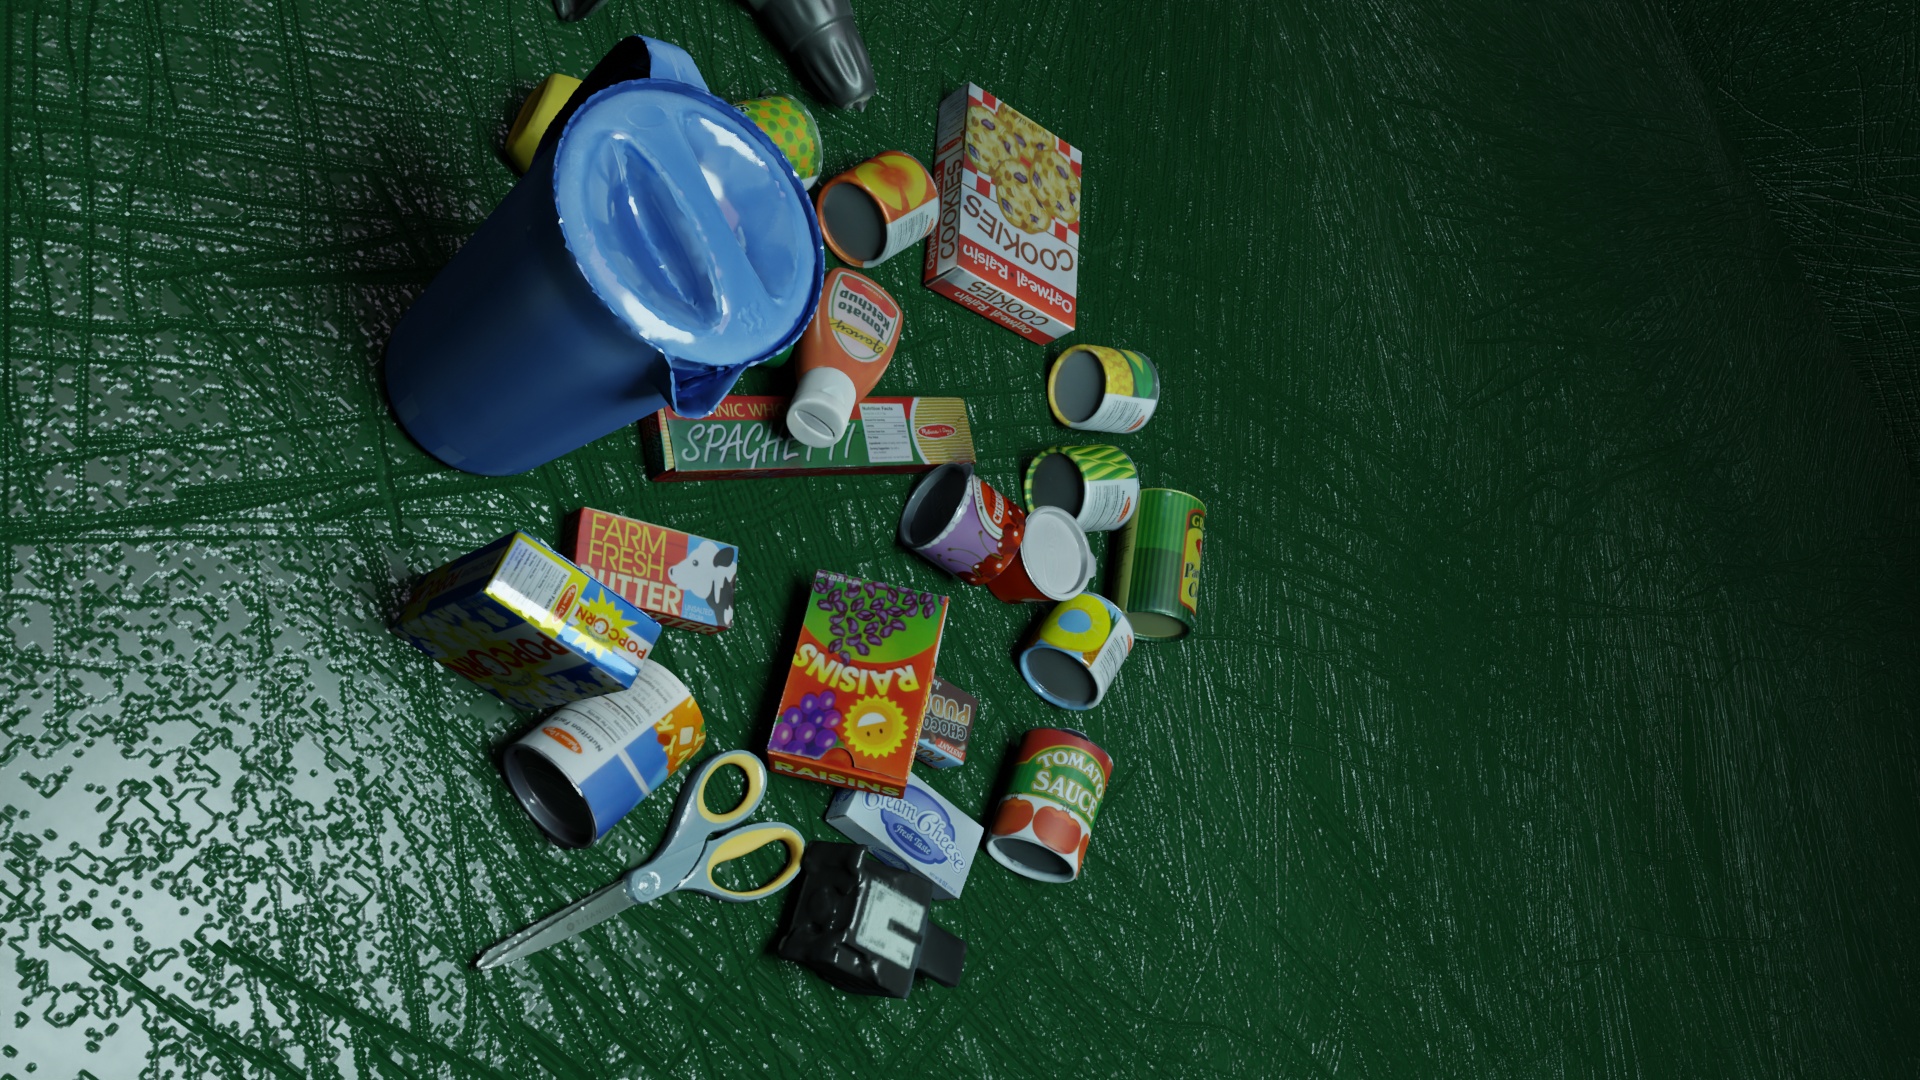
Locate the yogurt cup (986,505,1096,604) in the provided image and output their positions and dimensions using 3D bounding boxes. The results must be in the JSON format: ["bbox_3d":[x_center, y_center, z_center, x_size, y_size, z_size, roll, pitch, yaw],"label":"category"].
[{"bbox_3d":[0.051,0.014,0.989,0.072,0.054,0.072,15,67,-39],"label":"yogurt cup"}]

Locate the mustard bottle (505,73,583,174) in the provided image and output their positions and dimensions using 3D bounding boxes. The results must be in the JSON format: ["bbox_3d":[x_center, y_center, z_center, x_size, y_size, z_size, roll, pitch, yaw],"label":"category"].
[{"bbox_3d":[-0.192,-0.215,0.843,0.160,0.048,0.065,29,60,-33],"label":"mustard bottle"}]

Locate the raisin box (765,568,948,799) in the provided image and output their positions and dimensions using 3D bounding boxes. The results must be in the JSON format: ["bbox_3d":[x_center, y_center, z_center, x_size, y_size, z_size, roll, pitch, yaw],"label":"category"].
[{"bbox_3d":[-0.061,0.087,0.845,0.086,0.040,0.124,13,63,0],"label":"raisin box"}]

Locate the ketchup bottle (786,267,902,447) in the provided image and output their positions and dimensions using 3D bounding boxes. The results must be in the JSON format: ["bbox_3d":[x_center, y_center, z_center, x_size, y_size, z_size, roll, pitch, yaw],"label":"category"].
[{"bbox_3d":[-0.078,-0.115,0.888,0.064,0.043,0.149,34,36,-18],"label":"ketchup bottle"}]

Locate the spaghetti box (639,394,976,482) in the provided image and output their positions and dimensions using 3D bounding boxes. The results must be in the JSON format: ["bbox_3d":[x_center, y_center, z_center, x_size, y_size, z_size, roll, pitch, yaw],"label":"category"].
[{"bbox_3d":[-0.092,-0.068,0.901,0.251,0.028,0.050,-5,80,-43],"label":"spaghetti box"}]

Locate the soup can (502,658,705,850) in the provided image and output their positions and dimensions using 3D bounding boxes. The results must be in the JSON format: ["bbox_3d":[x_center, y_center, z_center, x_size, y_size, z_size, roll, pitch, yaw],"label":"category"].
[{"bbox_3d":[-0.187,0.112,0.734,0.084,0.071,0.071,-41,105,-43],"label":"soup can"}]

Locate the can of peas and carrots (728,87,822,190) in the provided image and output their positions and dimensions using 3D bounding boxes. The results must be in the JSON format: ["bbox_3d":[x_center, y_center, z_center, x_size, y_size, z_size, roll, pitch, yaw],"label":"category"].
[{"bbox_3d":[-0.133,-0.253,0.897,0.059,0.070,0.071,-31,98,-43],"label":"can of peas and carrots"}]

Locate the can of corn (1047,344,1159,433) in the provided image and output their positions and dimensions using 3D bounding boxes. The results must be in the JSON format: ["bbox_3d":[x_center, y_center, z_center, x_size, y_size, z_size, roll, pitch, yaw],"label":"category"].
[{"bbox_3d":[0.109,-0.119,1.077,0.058,0.071,0.071,1,76,-42],"label":"can of corn"}]

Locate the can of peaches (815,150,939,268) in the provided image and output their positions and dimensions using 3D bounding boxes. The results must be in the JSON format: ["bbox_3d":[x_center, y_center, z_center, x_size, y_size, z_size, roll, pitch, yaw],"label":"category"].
[{"bbox_3d":[-0.059,-0.230,0.959,0.058,0.071,0.071,-42,106,-41],"label":"can of peaches"}]

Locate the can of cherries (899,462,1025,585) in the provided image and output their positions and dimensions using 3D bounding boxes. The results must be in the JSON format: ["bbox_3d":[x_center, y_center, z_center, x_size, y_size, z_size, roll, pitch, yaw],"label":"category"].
[{"bbox_3d":[0.003,-0.012,0.942,0.058,0.071,0.072,34,56,-31],"label":"can of cherries"}]

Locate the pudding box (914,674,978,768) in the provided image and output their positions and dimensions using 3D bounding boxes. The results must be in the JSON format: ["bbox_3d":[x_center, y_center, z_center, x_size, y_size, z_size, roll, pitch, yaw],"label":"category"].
[{"bbox_3d":[-0.032,0.110,0.899,0.083,0.030,0.050,33,57,-30],"label":"pudding box"}]

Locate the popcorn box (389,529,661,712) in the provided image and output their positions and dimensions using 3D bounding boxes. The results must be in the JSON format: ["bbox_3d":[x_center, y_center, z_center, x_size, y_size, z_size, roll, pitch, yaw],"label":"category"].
[{"bbox_3d":[-0.216,0.043,0.686,0.085,0.126,0.038,39,57,-27],"label":"popcorn box"}]

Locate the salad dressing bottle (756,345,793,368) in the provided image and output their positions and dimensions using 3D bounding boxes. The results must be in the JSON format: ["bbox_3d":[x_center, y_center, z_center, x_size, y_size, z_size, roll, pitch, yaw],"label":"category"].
[{"bbox_3d":[-0.171,-0.135,0.841,0.148,0.044,0.064,8,70,-41],"label":"salad dressing bottle"}]

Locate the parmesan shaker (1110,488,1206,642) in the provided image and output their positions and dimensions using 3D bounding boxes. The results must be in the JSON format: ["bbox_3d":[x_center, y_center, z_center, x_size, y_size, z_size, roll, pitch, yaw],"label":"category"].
[{"bbox_3d":[0.152,0.021,1.073,0.071,0.071,0.103,27,60,-34],"label":"parmesan shaker"}]

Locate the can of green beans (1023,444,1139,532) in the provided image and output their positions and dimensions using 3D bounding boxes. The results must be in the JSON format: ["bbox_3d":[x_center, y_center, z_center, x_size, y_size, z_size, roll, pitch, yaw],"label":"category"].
[{"bbox_3d":[0.089,-0.038,1.032,0.058,0.071,0.071,-5,80,-43],"label":"can of green beans"}]

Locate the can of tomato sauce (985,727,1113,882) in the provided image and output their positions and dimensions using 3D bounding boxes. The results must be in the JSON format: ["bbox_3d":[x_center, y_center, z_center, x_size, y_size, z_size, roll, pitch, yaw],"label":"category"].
[{"bbox_3d":[0.061,0.177,0.934,0.071,0.071,0.083,41,53,-26],"label":"can of tomato sauce"}]

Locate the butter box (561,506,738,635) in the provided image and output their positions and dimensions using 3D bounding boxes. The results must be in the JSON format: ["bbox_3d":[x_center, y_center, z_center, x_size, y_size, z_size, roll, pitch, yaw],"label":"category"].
[{"bbox_3d":[-0.179,0.018,0.798,0.103,0.024,0.053,17,65,-38],"label":"butter box"}]

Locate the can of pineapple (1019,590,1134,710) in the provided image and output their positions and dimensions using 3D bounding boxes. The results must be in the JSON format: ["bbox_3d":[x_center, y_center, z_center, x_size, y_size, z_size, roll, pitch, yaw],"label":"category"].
[{"bbox_3d":[0.081,0.078,0.990,0.071,0.071,0.058,52,49,-18],"label":"can of pineapple"}]

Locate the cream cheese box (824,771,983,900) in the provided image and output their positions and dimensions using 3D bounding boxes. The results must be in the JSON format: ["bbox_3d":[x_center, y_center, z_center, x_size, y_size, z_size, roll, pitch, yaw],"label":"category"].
[{"bbox_3d":[-0.034,0.179,0.879,0.103,0.024,0.053,42,51,-25],"label":"cream cheese box"}]

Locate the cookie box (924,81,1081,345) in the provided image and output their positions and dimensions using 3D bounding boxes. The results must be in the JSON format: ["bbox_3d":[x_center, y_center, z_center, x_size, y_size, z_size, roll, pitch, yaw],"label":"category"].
[{"bbox_3d":[0.035,-0.249,1.069,0.123,0.040,0.168,21,62,-36],"label":"cookie box"}]
